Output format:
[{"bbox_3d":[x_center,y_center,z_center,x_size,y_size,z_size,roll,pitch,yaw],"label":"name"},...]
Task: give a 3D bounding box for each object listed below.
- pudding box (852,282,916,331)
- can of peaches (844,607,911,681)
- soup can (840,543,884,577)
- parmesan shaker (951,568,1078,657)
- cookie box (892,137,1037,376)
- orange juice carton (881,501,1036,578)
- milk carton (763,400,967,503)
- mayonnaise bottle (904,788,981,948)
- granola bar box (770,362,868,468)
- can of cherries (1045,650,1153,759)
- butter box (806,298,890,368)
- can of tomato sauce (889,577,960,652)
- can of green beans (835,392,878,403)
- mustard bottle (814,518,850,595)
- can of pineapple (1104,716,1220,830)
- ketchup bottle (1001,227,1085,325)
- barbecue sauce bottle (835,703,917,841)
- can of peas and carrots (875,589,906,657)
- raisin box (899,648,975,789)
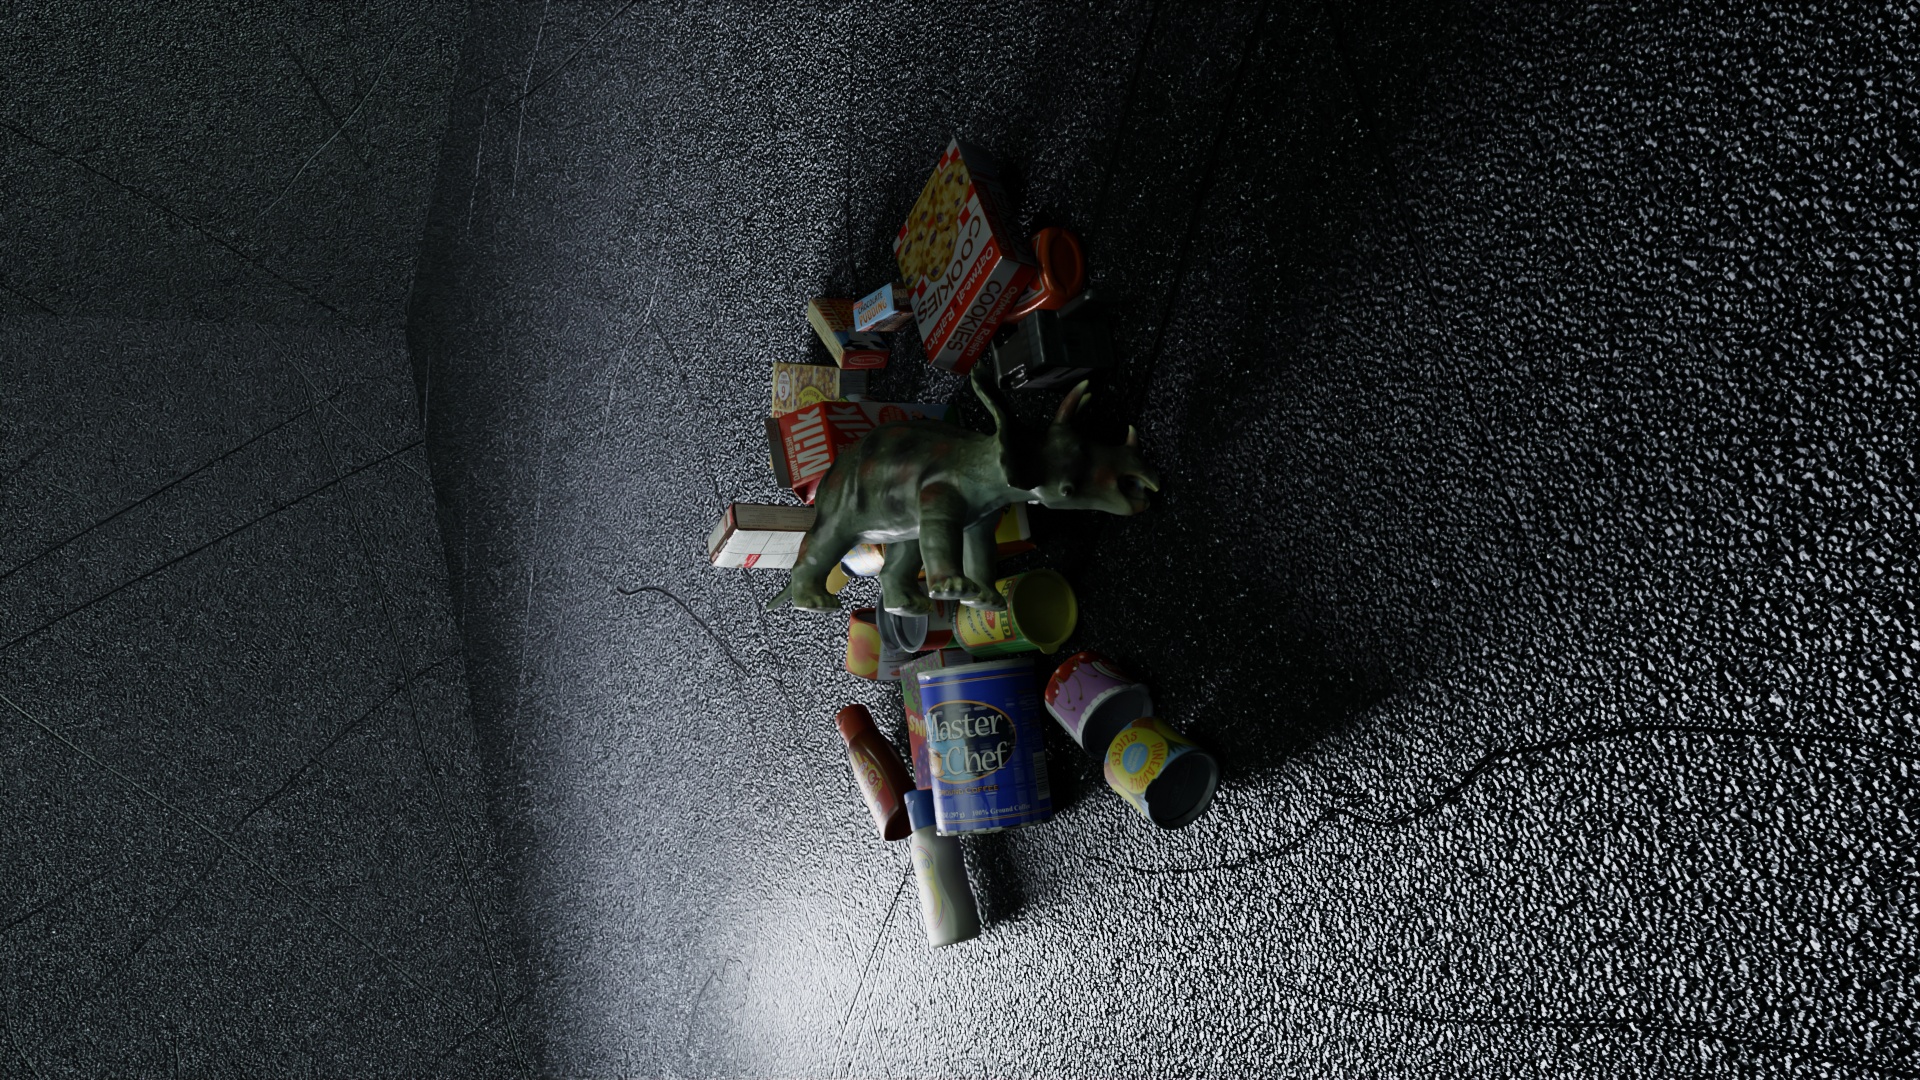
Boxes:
[{"bbox_3d":[-0.066,-0.229,1.364,0.083,0.050,0.030,-12,83,58],"label":"pudding box"},{"bbox_3d":[-0.082,0.103,1.395,0.071,0.071,0.058,27,114,55],"label":"can of peaches"},{"bbox_3d":[-0.078,0.002,1.380,0.083,0.071,0.071,-12,82,58],"label":"soup can"},{"bbox_3d":[0.044,0.067,1.189,0.103,0.071,0.071,-18,77,57],"label":"parmesan shaker"},{"bbox_3d":[0.001,-0.243,1.189,0.122,0.040,0.168,-54,39,37],"label":"cookie box"},{"bbox_3d":[0.004,-0.016,1.243,0.192,0.073,0.072,-24,72,56],"label":"orange juice carton"},{"bbox_3d":[-0.087,-0.080,1.274,0.073,0.191,0.072,-39,60,52],"label":"milk carton"},{"bbox_3d":[-0.021,0.312,1.335,0.064,0.041,0.148,-40,59,54],"label":"mayonnaise bottle"},{"bbox_3d":[-0.156,-0.132,1.527,0.165,0.039,0.124,15,104,57],"label":"granola bar box"},{"bbox_3d":[0.110,0.127,1.092,0.058,0.071,0.071,45,129,49],"label":"can of cherries"},{"bbox_3d":[-0.118,-0.217,1.447,0.104,0.053,0.024,57,140,41],"label":"butter box"},{"bbox_3d":[-0.012,0.066,1.264,0.071,0.083,0.071,6,97,58],"label":"can of tomato sauce"},{"bbox_3d":[-0.100,-0.108,1.412,0.058,0.071,0.071,51,133,43],"label":"can of green beans"},{"bbox_3d":[-0.139,0.016,1.498,0.065,0.049,0.159,60,139,39],"label":"mustard bottle"},{"bbox_3d":[0.147,0.171,1.027,0.058,0.071,0.070,34,121,52],"label":"can of pineapple"},{"bbox_3d":[0.048,-0.213,1.188,0.148,0.043,0.065,-20,71,58],"label":"ketchup bottle"},{"bbox_3d":[-0.086,0.234,1.433,0.149,0.044,0.064,58,139,39],"label":"barbecue sauce bottle"},{"bbox_3d":[-0.040,0.075,1.335,0.071,0.059,0.071,9,100,58],"label":"can of peas and carrots"},{"bbox_3d":[-0.015,0.170,1.319,0.086,0.040,0.123,-27,68,55],"label":"raisin box"}]
